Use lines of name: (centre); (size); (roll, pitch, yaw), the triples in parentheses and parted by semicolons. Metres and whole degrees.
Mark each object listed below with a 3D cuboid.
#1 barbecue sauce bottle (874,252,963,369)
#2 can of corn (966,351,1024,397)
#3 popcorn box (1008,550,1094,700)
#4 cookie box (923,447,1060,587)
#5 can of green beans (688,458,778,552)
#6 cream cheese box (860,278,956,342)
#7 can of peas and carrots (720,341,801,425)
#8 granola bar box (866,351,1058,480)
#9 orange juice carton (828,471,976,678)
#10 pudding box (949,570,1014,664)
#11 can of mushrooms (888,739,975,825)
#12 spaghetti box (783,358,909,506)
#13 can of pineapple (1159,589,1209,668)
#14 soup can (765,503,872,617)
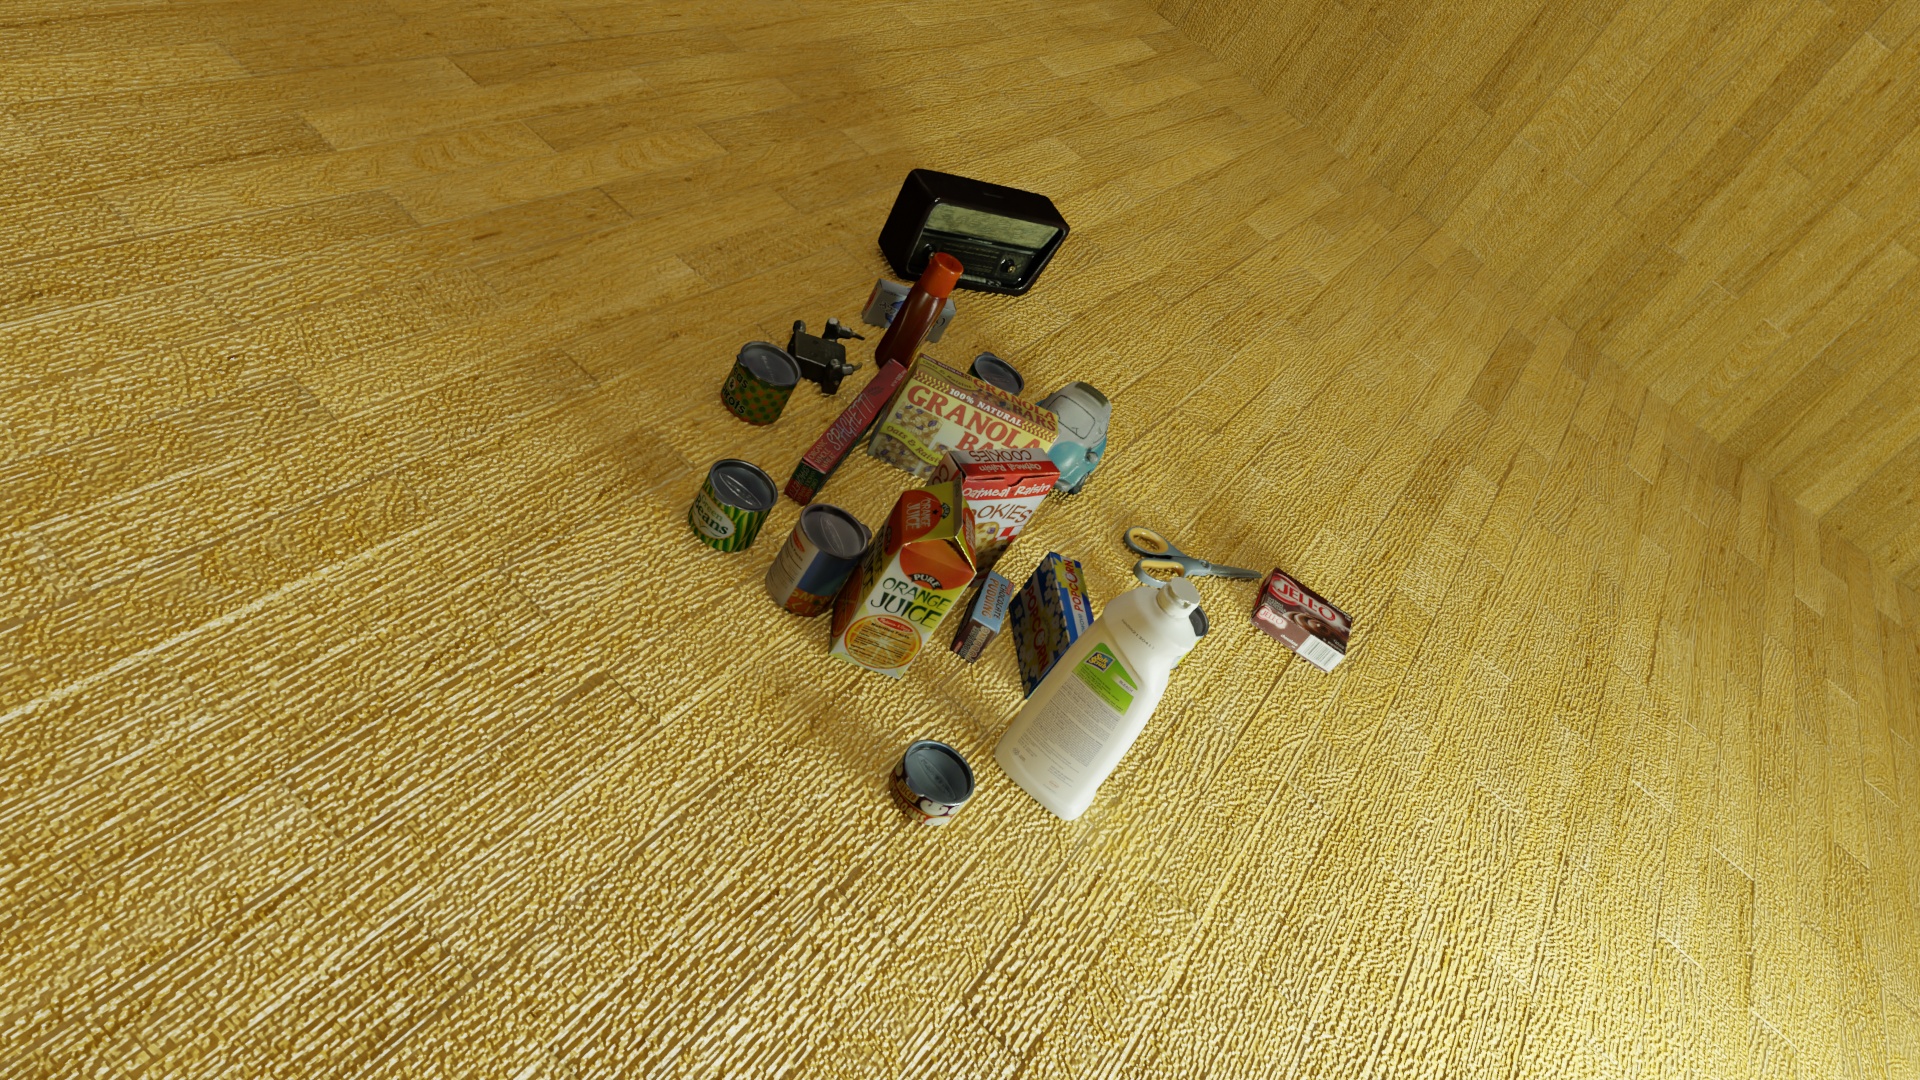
barbecue sauce bottle: (-0.047, -0.258, 1.577); (0.043, 0.147, 0.065); (26, 36, -13)
can of corn: (0.031, -0.176, 1.620); (0.071, 0.058, 0.071); (22, 38, -18)
popcorn box: (0.090, 0.086, 1.343); (0.038, 0.084, 0.127); (17, 39, -23)
cookie box: (0.005, -0.017, 1.323); (0.123, 0.166, 0.040); (-5, 52, -42)
can of green beans: (-0.208, -0.032, 1.266); (0.071, 0.057, 0.071); (22, 38, -18)
cream cheese box: (-0.062, -0.275, 1.665); (0.104, 0.053, 0.024); (12, 41, -29)
can of peas and carrots: (-0.206, -0.160, 1.414); (0.071, 0.058, 0.071); (22, 38, -18)
granola bar box: (0.002, -0.112, 1.468); (0.165, 0.123, 0.039); (24, 37, -15)
orange juice carton: (-0.043, 0.028, 1.213); (0.073, 0.191, 0.072); (22, 37, -18)
pudding box: (0.022, 0.073, 1.334); (0.030, 0.049, 0.084); (31, 36, -5)
can of mushrooms: (-0.026, 0.203, 1.161); (0.071, 0.033, 0.071); (22, 38, -18)
spaghetti box: (-0.115, -0.116, 1.444); (0.029, 0.050, 0.251); (34, 36, -2)
can of pineapple: (0.218, 0.092, 1.461); (0.071, 0.057, 0.071); (22, 38, -18)
soup can: (-0.128, 0.019, 1.250); (0.071, 0.083, 0.072); (22, 37, -18)
